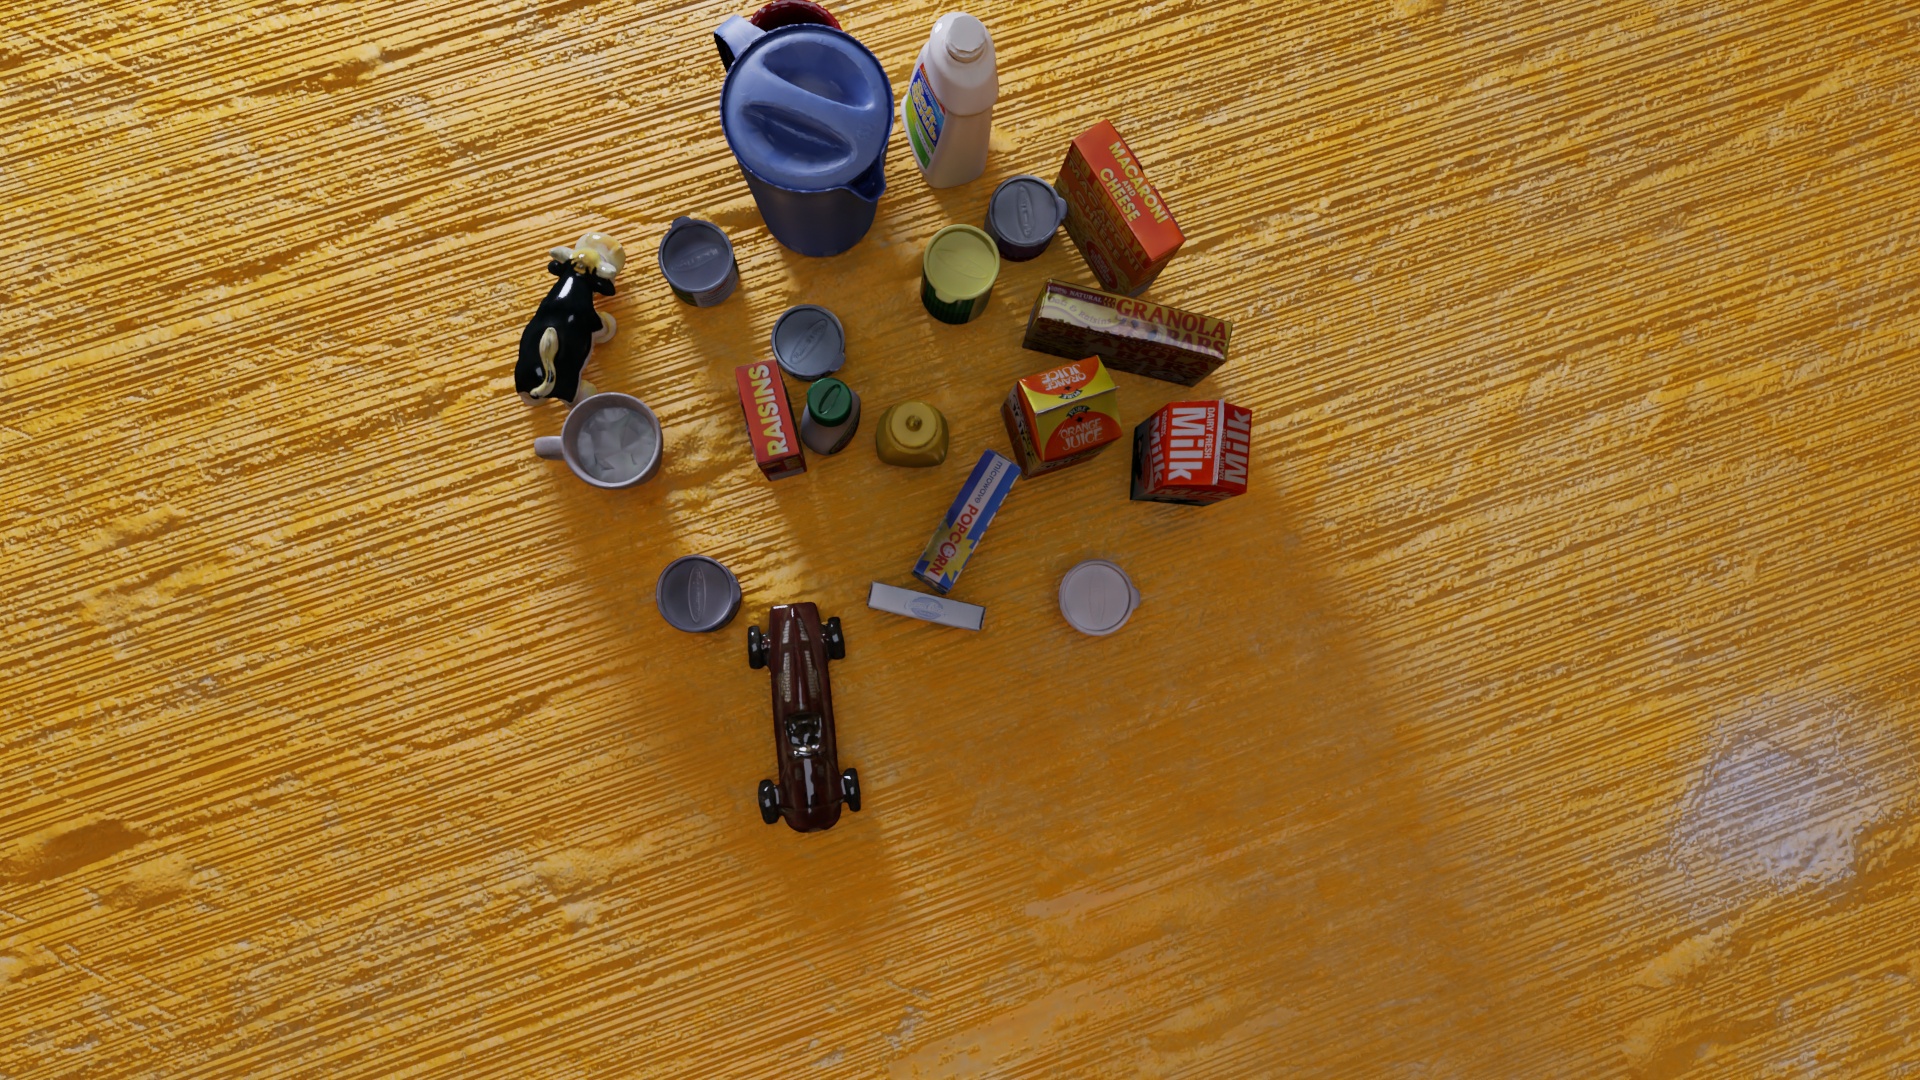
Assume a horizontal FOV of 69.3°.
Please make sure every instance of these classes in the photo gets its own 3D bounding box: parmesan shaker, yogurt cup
[{"bbox_3d":[-0.004,-0.233,1.239,0.071,0.103,0.071,0,86,-4],"label":"parmesan shaker"},{"bbox_3d":[0.119,0.052,1.249,0.072,0.054,0.072,0,86,-4],"label":"yogurt cup"}]

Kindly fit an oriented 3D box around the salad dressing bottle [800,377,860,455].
[{"bbox_3d":[-0.112,-0.109,1.198,0.044,0.147,0.064,33,84,-1],"label":"salad dressing bottle"}]

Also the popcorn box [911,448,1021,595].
[{"bbox_3d":[0.004,-0.015,1.230,0.038,0.085,0.127,31,84,-1],"label":"popcorn box"}]

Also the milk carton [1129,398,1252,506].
[{"bbox_3d":[0.200,-0.074,1.197,0.073,0.190,0.072,5,86,-4],"label":"milk carton"}]

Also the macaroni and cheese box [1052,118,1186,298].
[{"bbox_3d":[0.134,-0.284,1.221,0.040,0.166,0.123,-32,89,-6],"label":"macaroni and cheese box"}]

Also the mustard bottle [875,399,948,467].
[{"bbox_3d":[-0.040,-0.093,1.196,0.065,0.160,0.049,2,86,-4],"label":"mustard bottle"}]

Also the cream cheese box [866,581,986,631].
[{"bbox_3d":[-0.031,0.059,1.238,0.104,0.053,0.024,13,85,-3],"label":"cream cheese box"}]

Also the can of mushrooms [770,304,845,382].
[{"bbox_3d":[-0.136,-0.177,1.259,0.071,0.033,0.071,0,85,-4],"label":"can of mushrooms"}]

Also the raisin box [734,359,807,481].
[{"bbox_3d":[-0.164,-0.103,1.206,0.040,0.123,0.086,-14,87,-5],"label":"raisin box"}]

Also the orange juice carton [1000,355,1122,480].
[{"bbox_3d":[0.087,-0.105,1.190,0.072,0.192,0.073,-17,87,-5],"label":"orange juice carton"}]

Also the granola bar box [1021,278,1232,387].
[{"bbox_3d":[0.145,-0.183,1.235,0.166,0.124,0.039,13,85,-3],"label":"granola bar box"}]

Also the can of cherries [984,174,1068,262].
[{"bbox_3d":[0.059,-0.293,1.270,0.071,0.058,0.071,0,86,-4],"label":"can of cherries"}]

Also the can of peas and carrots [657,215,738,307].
[{"bbox_3d":[-0.235,-0.249,1.245,0.071,0.058,0.071,0,86,-4],"label":"can of peas and carrots"}]

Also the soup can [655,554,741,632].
[{"bbox_3d":[-0.223,0.048,1.209,0.071,0.083,0.071,0,86,-4],"label":"soup can"}]
